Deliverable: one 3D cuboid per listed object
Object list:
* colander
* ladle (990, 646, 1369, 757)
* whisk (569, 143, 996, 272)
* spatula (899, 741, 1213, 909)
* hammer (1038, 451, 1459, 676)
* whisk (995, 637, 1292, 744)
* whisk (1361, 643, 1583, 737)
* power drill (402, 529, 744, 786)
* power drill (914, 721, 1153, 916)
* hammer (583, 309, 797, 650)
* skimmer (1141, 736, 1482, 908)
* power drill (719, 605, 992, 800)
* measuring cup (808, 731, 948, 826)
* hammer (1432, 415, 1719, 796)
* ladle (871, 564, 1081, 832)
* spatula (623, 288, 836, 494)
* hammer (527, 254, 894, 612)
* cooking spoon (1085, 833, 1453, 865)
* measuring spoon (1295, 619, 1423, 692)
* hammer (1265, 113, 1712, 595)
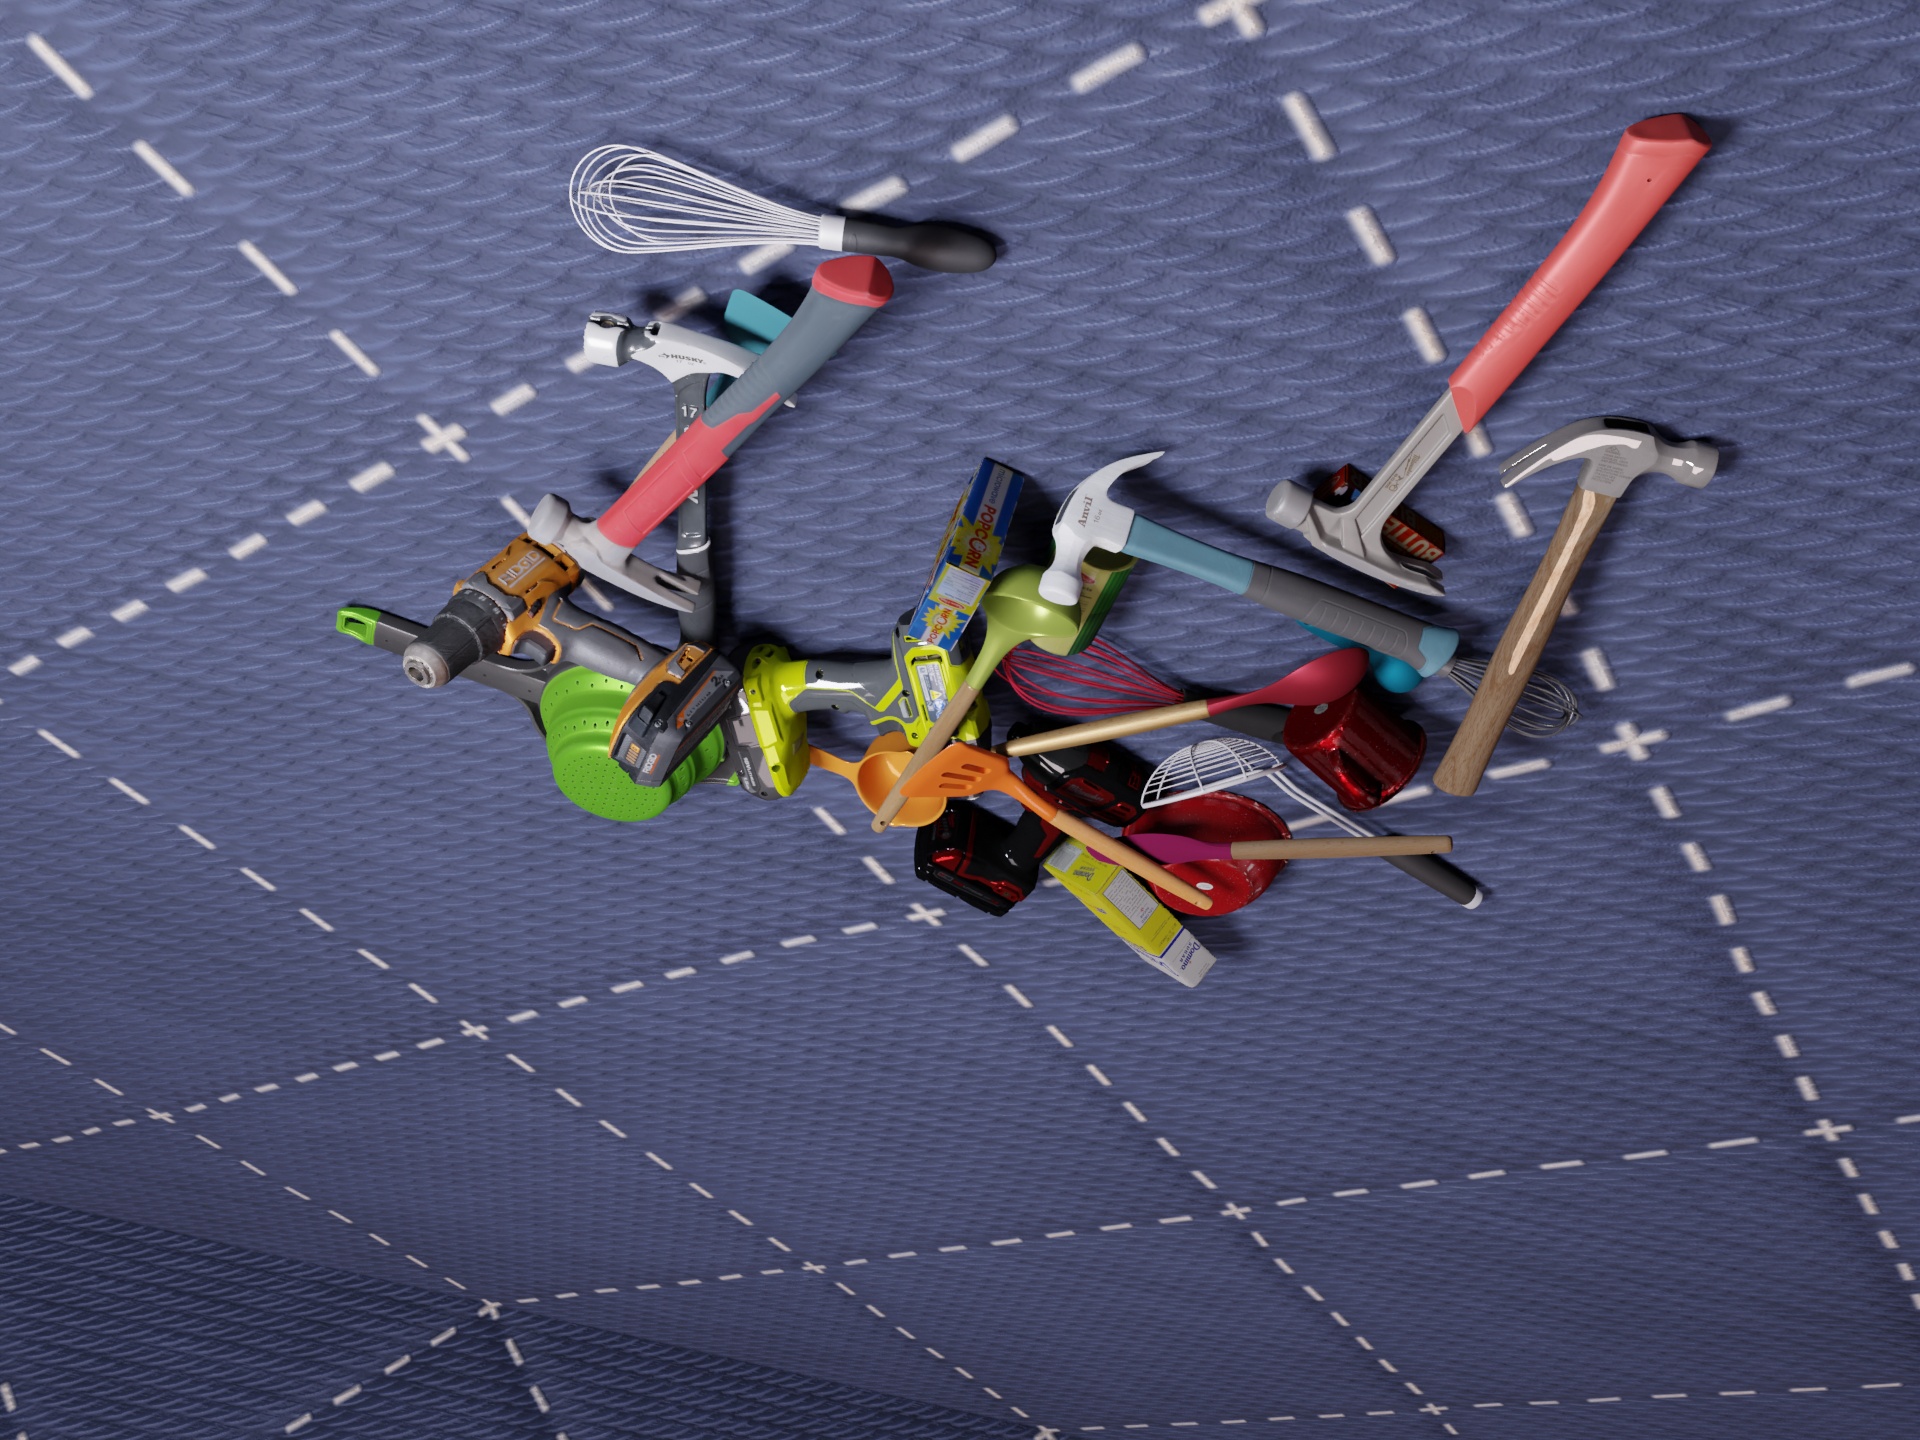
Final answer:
[{"bbox_3d":[-0.385,-0.001,1.450,0.397,0.095,0.204,20,138,-10],"label":"colander"},{"bbox_3d":[0.175,-0.006,1.289,0.315,0.031,0.069,-13,155,14],"label":"ladle"},{"bbox_3d":[-0.117,-0.327,1.054,0.284,0.070,0.070,8,139,-3],"label":"whisk"},{"bbox_3d":[0.096,0.098,1.362,0.322,0.041,0.081,30,129,-24],"label":"spatula"},{"bbox_3d":[0.224,-0.101,1.185,0.331,0.128,0.033,18,170,-14],"label":"hammer"},{"bbox_3d":[0.166,-0.021,1.334,0.295,0.073,0.073,14,140,-12],"label":"whisk"},{"bbox_3d":[0.386,-0.046,1.264,0.239,0.055,0.055,24,138,-6],"label":"whisk"},{"bbox_3d":[-0.312,-0.043,1.275,0.226,0.185,0.084,35,134,2],"label":"power drill"},{"bbox_3d":[0.057,0.083,1.462,0.143,0.079,0.219,29,133,-21],"label":"power drill"},{"bbox_3d":[-0.205,-0.151,1.252,0.149,0.036,0.408,11,146,-1],"label":"hammer"},{"bbox_3d":[0.325,0.112,1.418,0.363,0.090,0.127,29,156,-21],"label":"skimmer"},{"bbox_3d":[-0.087,-0.003,1.365,0.223,0.080,0.171,-6,113,20],"label":"power drill"},{"bbox_3d":[-0.086,0.033,1.458,0.173,0.052,0.095,21,131,7],"label":"measuring cup"},{"bbox_3d":[0.424,-0.075,1.184,0.130,0.031,0.331,15,127,2],"label":"hammer"},{"bbox_3d":[-0.002,-0.004,1.266,0.078,0.062,0.320,23,129,-14],"label":"ladle"},{"bbox_3d":[-0.204,-0.218,1.202,0.082,0.044,0.317,28,138,-24],"label":"spatula"},{"bbox_3d":[-0.157,-0.193,1.113,0.143,0.038,0.386,28,142,-28],"label":"hammer"},{"bbox_3d":[0.261,0.112,1.375,0.319,0.017,0.068,-5,152,26],"label":"cooking spoon"},{"bbox_3d":[0.320,-0.054,1.282,0.128,0.021,0.042,25,137,-17],"label":"measuring spoon"},{"bbox_3d":[0.358,-0.230,1.043,0.149,0.037,0.359,22,134,-13],"label":"hammer"}]
